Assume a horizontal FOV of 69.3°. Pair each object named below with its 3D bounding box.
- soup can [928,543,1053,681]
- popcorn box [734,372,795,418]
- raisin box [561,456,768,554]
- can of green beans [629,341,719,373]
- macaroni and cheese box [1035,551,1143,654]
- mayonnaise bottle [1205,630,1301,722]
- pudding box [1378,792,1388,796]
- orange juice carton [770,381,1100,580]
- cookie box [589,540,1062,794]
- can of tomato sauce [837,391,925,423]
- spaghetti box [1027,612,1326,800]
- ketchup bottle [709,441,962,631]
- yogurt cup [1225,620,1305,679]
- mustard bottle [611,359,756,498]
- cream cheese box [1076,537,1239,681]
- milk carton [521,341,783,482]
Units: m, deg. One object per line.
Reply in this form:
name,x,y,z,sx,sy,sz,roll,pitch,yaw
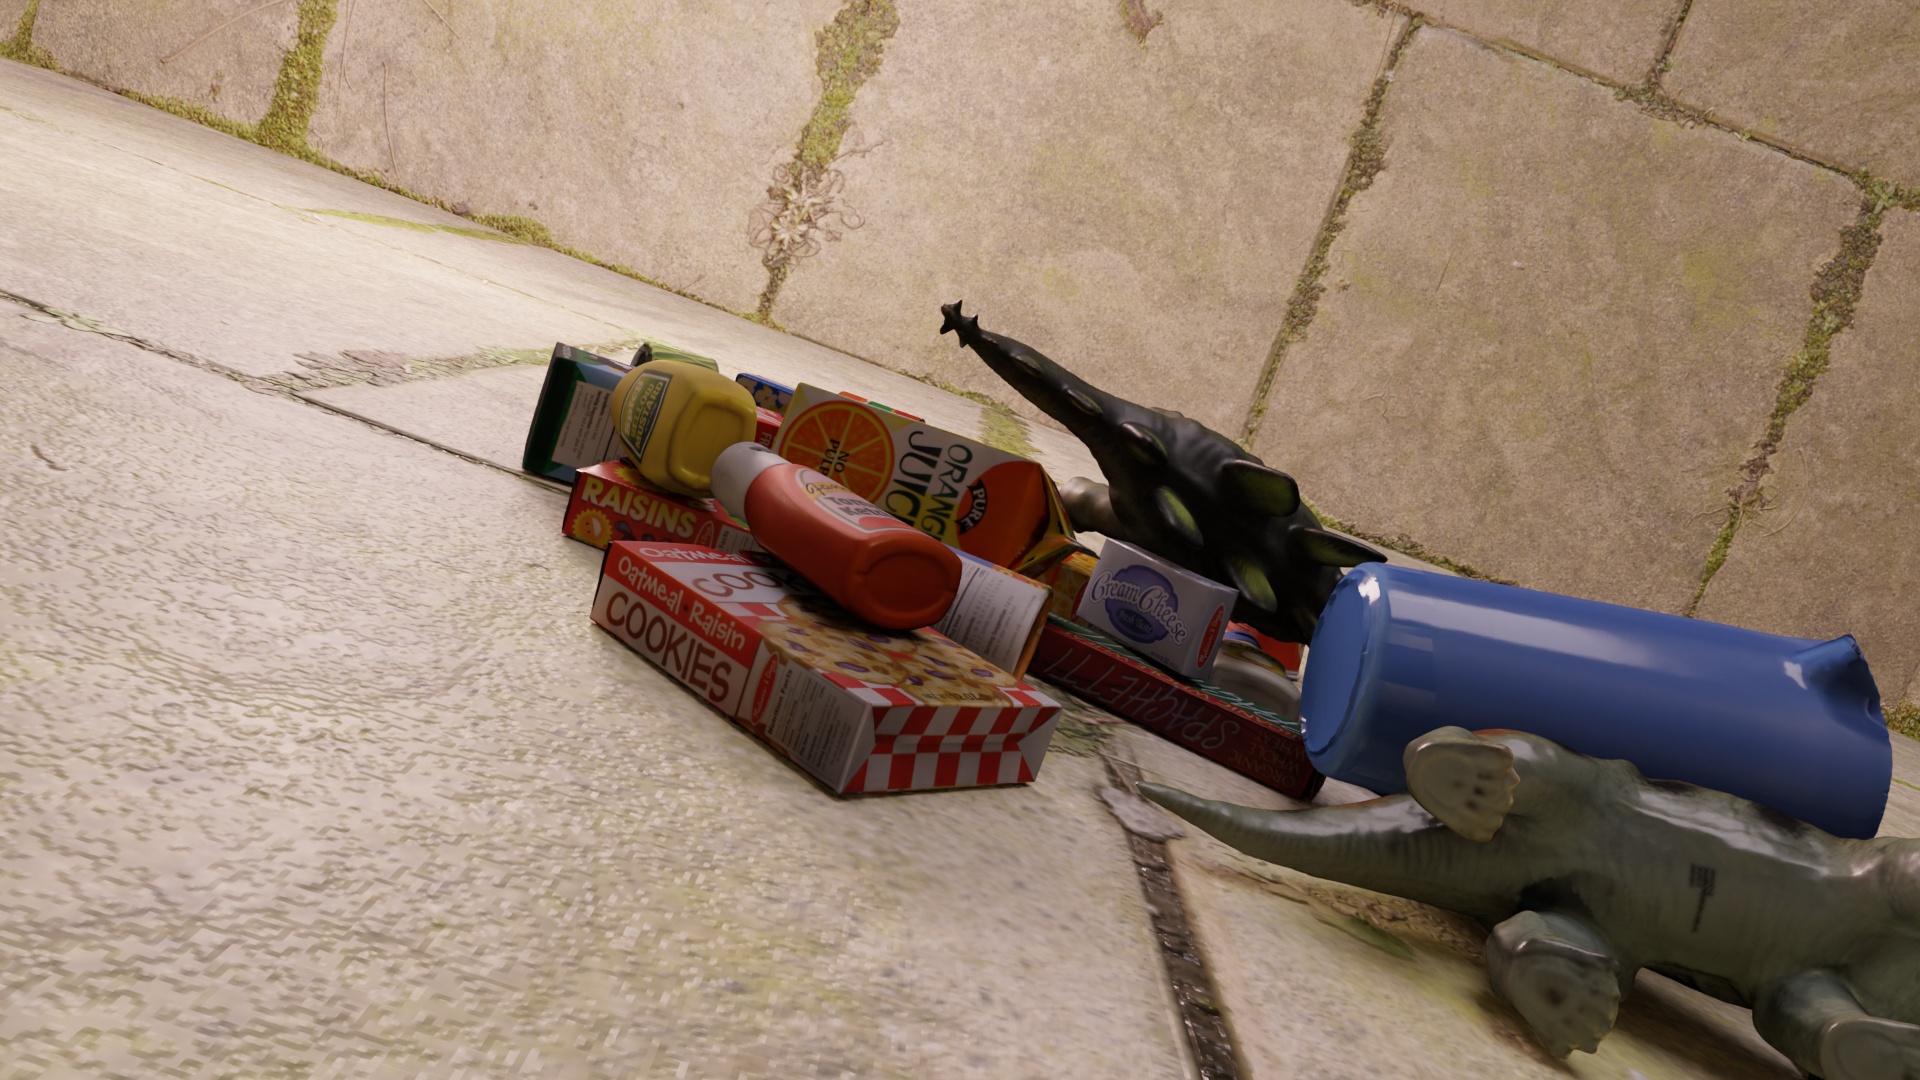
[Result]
soup can,-0.004,0.039,0.695,0.084,0.071,0.071,22,9,10
popcorn box,-0.106,-0.056,0.960,0.127,0.085,0.038,21,8,10
raisin box,-0.139,-0.006,0.749,0.123,0.040,0.086,20,10,3
can of green beans,-0.239,-0.126,1.146,0.058,0.071,0.071,14,11,-32
macaroni and cheese box,0.075,0.028,0.992,0.166,0.040,0.124,22,9,12
mayonnaise bottle,0.175,0.086,0.867,0.065,0.041,0.148,21,9,5
pudding box,0.245,0.117,0.805,0.084,0.049,0.030,28,13,40
orange juice carton,-0.012,-0.024,0.805,0.193,0.073,0.072,19,-3,13
cookie box,-0.059,0.050,0.592,0.168,0.040,0.123,27,11,38
can of tomato sauce,-0.083,-0.096,1.298,0.083,0.071,0.071,21,9,10
spaghetti box,0.088,0.076,0.779,0.250,0.028,0.050,24,9,22
ketchup bottle,-0.066,-0.006,0.635,0.065,0.043,0.149,14,11,-42
yogurt cup,0.235,0.067,1.062,0.072,0.054,0.072,19,8,-3
mustard bottle,-0.158,-0.066,0.749,0.049,0.065,0.160,20,3,-31
cream cheese box,0.111,0.037,0.795,0.024,0.053,0.104,17,6,-33
milk carton,-0.170,-0.058,0.874,0.191,0.073,0.072,17,9,-19
